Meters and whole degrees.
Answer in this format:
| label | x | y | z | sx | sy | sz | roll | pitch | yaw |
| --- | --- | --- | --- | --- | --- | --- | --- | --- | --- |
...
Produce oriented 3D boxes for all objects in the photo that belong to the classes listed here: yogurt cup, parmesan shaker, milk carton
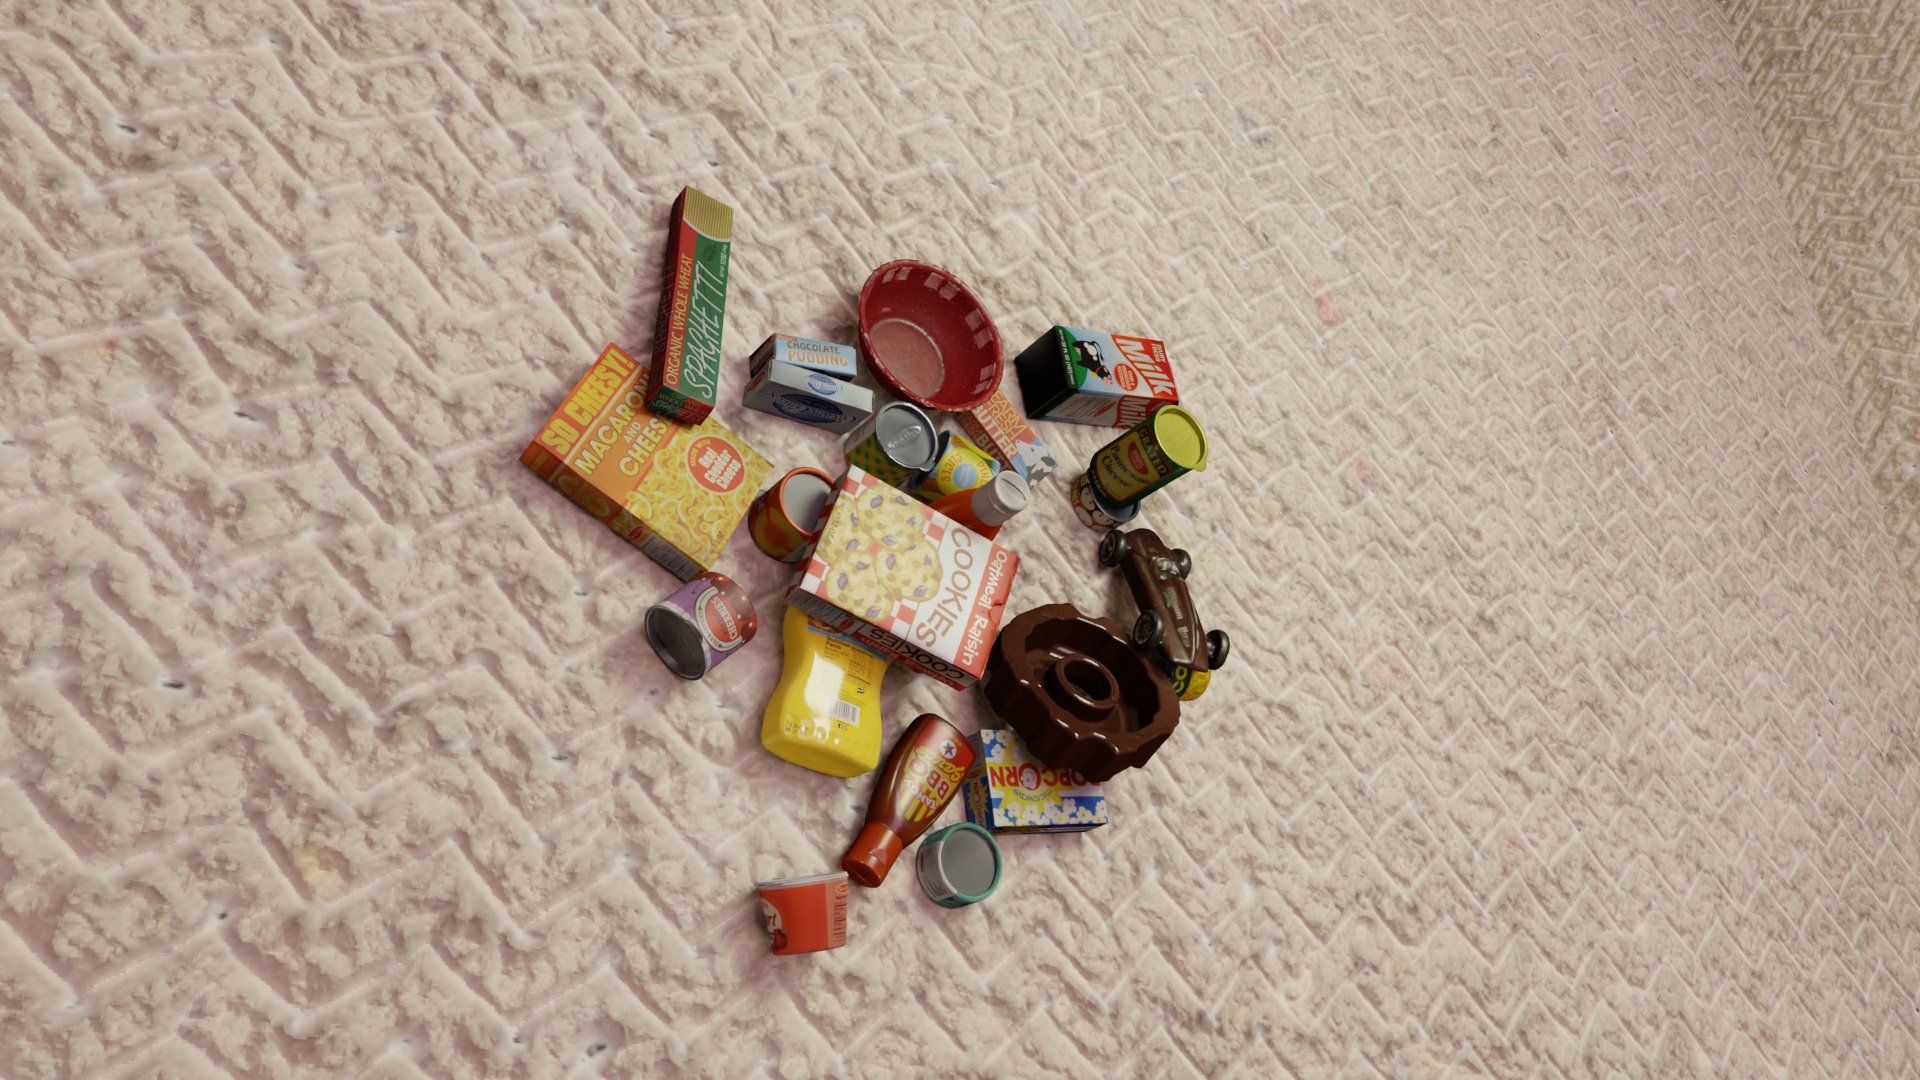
| label | x | y | z | sx | sy | sz | roll | pitch | yaw |
| --- | --- | --- | --- | --- | --- | --- | --- | --- | --- |
| yogurt cup | -0.115 | 0.277 | 1.033 | 0.072 | 0.072 | 0.054 | 1 | 76 | -36 |
| parmesan shaker | 0.183 | -0.077 | 1.350 | 0.071 | 0.102 | 0.071 | 16 | 60 | -30 |
| milk carton | 0.157 | -0.166 | 1.440 | 0.191 | 0.073 | 0.072 | 3 | 67 | -35 |

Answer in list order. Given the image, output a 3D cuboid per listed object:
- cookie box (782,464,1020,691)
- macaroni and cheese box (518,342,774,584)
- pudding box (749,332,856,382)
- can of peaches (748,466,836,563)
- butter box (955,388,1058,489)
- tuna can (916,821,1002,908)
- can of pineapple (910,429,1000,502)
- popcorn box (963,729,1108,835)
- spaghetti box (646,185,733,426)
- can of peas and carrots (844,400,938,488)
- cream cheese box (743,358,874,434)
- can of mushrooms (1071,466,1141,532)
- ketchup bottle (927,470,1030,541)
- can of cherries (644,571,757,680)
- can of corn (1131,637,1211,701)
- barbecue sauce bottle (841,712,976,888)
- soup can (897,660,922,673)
| label | x | y | z | sx | sy | sz | roll | pitch | yaw |
| --- | --- | --- | --- | --- | --- | --- | --- | --- | --- |
| cookie box | -0.044 | 0.031 | 1.133 | 0.167 | 0.040 | 0.123 | 29 | 58 | -15 |
| macaroni and cheese box | -0.249 | -0.062 | 1.117 | 0.166 | 0.040 | 0.124 | 38 | 50 | -15 |
| pudding box | -0.139 | -0.157 | 1.237 | 0.084 | 0.049 | 0.030 | 7 | 66 | -34 |
| can of peaches | -0.138 | -0.023 | 1.167 | 0.071 | 0.058 | 0.071 | 16 | 60 | -30 |
| butter box | 0.045 | -0.098 | 1.359 | 0.103 | 0.024 | 0.053 | 52 | 48 | -4 |
| tuna can | 0.002 | 0.266 | 1.142 | 0.071 | 0.032 | 0.071 | 16 | 60 | -29 |
| can of pineapple | -0.004 | -0.060 | 1.274 | 0.058 | 0.070 | 0.071 | 33 | 53 | -18 |
| popcorn box | 0.064 | 0.211 | 1.211 | 0.127 | 0.038 | 0.085 | 6 | 65 | -34 |
| spaghetti box | -0.227 | -0.204 | 1.181 | 0.050 | 0.028 | 0.251 | 22 | 46 | -29 |
| can of peas and carrots | -0.061 | -0.082 | 1.251 | 0.071 | 0.058 | 0.071 | 16 | 60 | -30 |
| cream cheese box | -0.134 | -0.125 | 1.224 | 0.104 | 0.053 | 0.024 | 15 | 63 | -30 |
| can of mushrooms | 0.145 | -0.045 | 1.398 | 0.071 | 0.033 | 0.071 | 15 | 61 | -30 |
| ketchup bottle | 0.004 | -0.015 | 1.206 | 0.064 | 0.148 | 0.044 | 39 | 52 | -14 |
| can of cherries | -0.198 | 0.065 | 1.071 | 0.059 | 0.071 | 0.071 | -37 | 92 | -41 |
| can of corn | 0.200 | 0.122 | 1.331 | 0.058 | 0.071 | 0.071 | 4 | 66 | -35 |
| barbecue sauce bottle | -0.045 | 0.213 | 1.128 | 0.065 | 0.043 | 0.149 | 45 | 50 | -12 |
| soup can | -0.015 | 0.067 | 1.200 | 0.084 | 0.071 | 0.071 | -29 | 87 | -38 |
